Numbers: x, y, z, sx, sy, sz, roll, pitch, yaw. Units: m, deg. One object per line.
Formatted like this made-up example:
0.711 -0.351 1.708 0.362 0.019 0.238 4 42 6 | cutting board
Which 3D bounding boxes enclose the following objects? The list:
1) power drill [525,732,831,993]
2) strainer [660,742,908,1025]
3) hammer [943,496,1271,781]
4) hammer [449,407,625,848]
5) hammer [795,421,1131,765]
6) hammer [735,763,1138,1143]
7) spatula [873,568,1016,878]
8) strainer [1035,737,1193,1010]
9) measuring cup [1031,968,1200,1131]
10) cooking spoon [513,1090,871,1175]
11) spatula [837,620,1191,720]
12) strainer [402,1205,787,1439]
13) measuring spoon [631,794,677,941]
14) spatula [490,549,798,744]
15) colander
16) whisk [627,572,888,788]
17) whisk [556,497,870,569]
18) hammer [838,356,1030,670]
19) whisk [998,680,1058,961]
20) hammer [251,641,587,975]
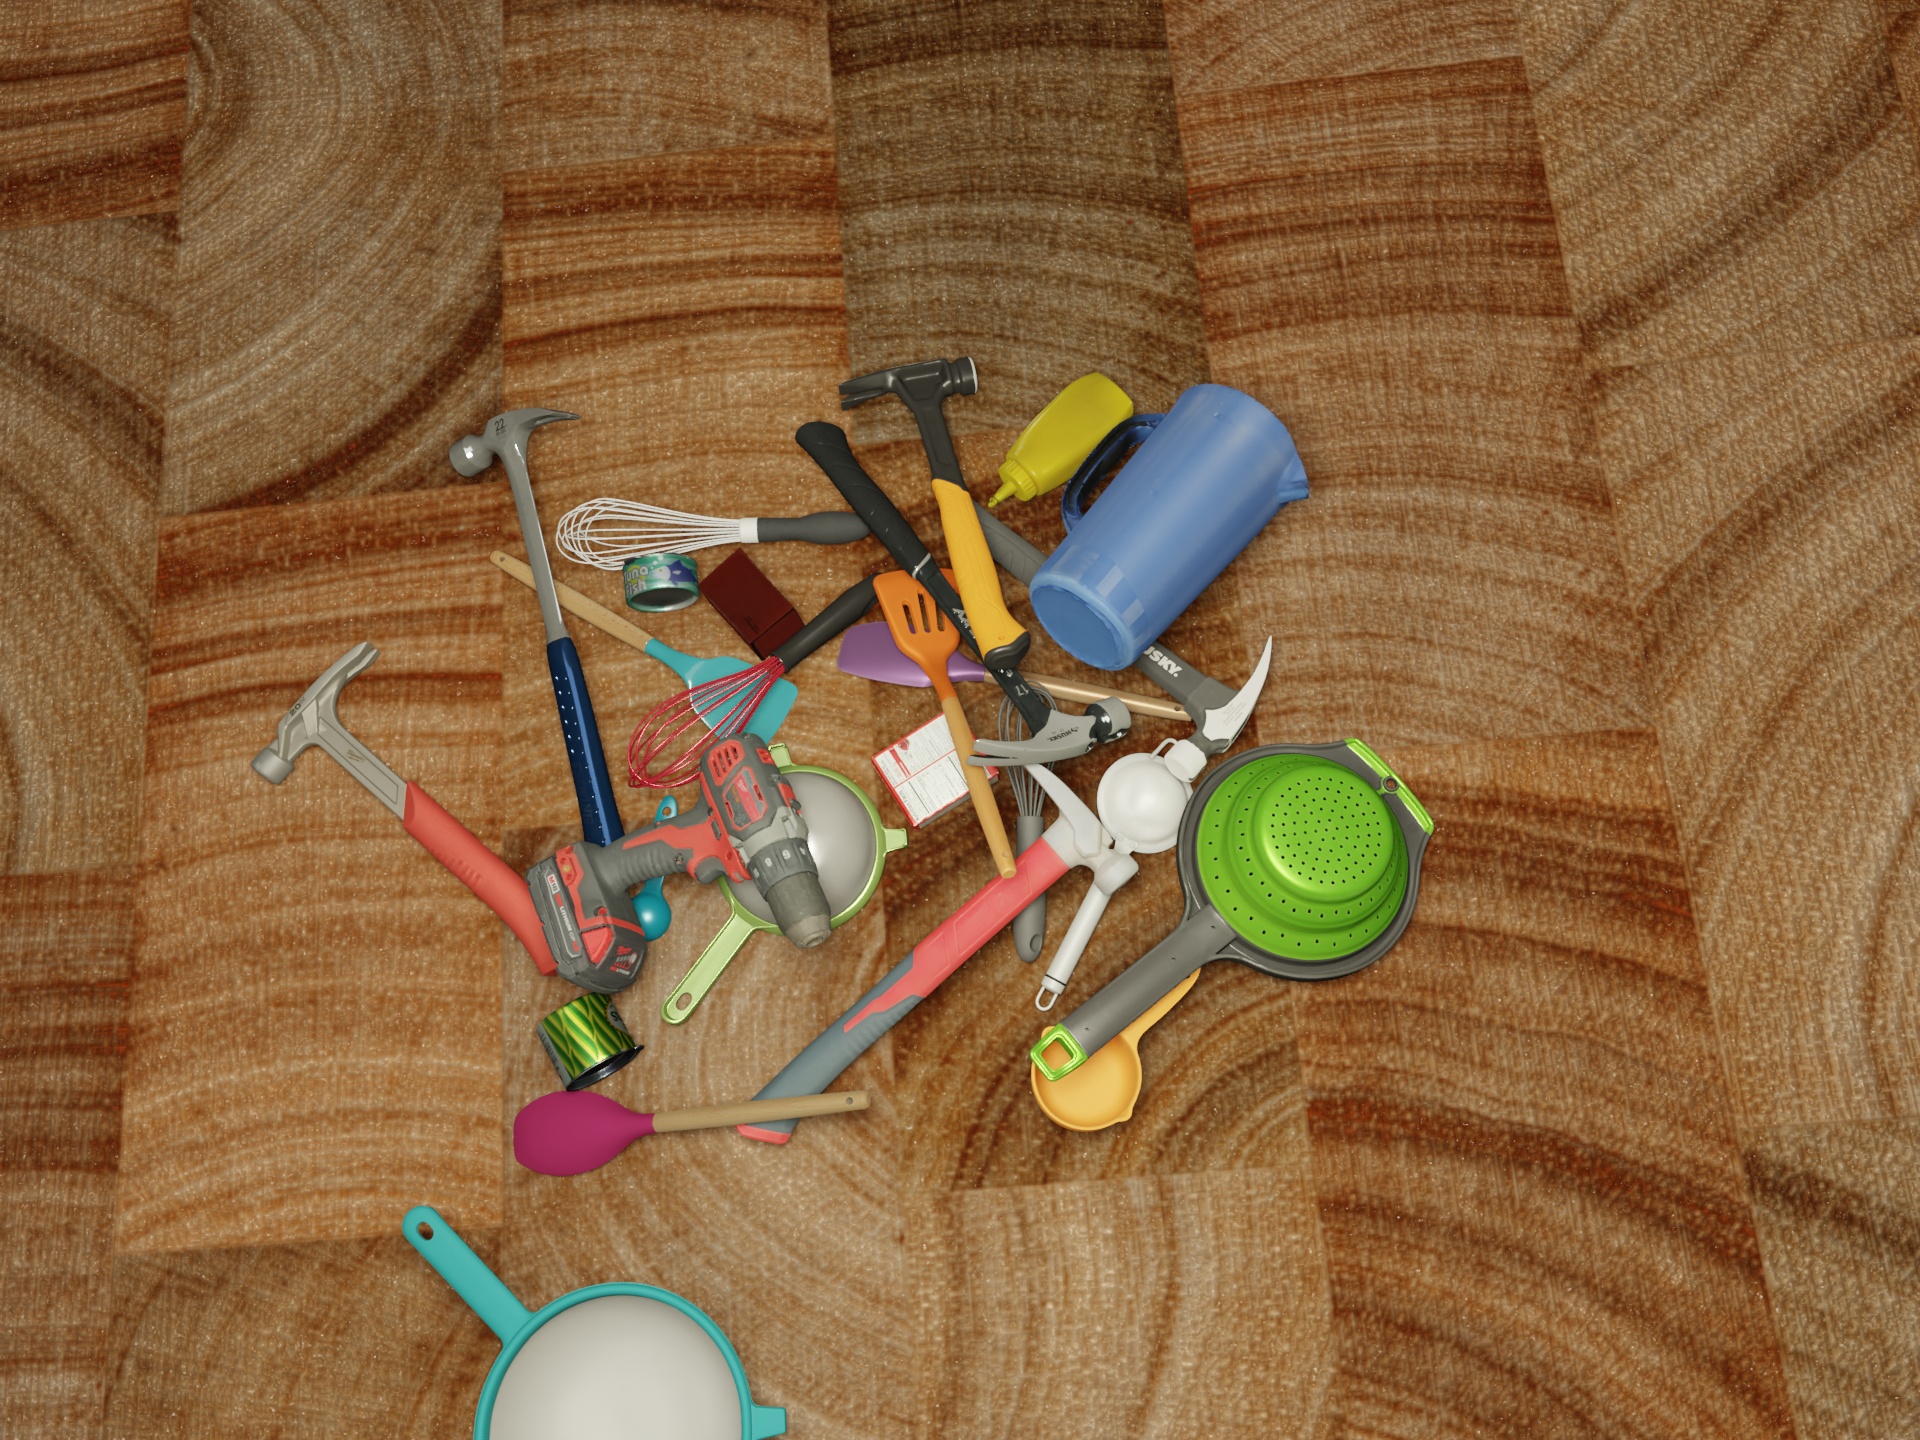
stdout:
-0.220 0.137 1.284 0.226 0.080 0.188 -31 65 7 | power drill
-0.172 0.146 1.335 0.151 0.069 0.256 35 79 12 | strainer
0.117 -0.098 1.388 0.335 0.035 0.146 39 69 17 | hammer
-0.352 -0.081 1.394 0.144 0.035 0.405 -20 81 32 | hammer
-0.028 -0.118 1.373 0.149 0.036 0.409 -19 60 -34 | hammer
-0.044 0.196 1.304 0.386 0.038 0.143 -42 80 0 | hammer
-0.002 -0.004 1.324 0.081 0.041 0.323 -5 48 -16 | spatula
0.128 0.127 1.333 0.087 0.050 0.258 29 82 -3 | strainer
0.130 0.260 1.292 0.173 0.052 0.095 -42 76 -15 | measuring cup
-0.223 0.323 1.289 0.319 0.017 0.069 -10 74 15 | cooking spoon
0.048 -0.038 1.394 0.316 0.018 0.060 12 69 8 | spatula
-0.304 0.503 1.239 0.340 0.095 0.211 40 79 15 | strainer
-0.264 0.126 1.372 0.042 0.021 0.129 7 77 6 | measuring spoon
-0.297 -0.074 1.431 0.317 0.044 0.082 30 80 16 | spatula
0.218 0.148 1.259 0.397 0.094 0.205 -36 75 -15 | colander
-0.172 -0.038 1.377 0.296 0.073 0.073 -40 75 -19 | whisk
-0.222 -0.170 1.435 0.284 0.070 0.070 -1 75 0 | whisk
-0.011 -0.182 1.376 0.127 0.034 0.337 -12 58 -7 | hammer
0.057 0.084 1.346 0.055 0.055 0.239 0 79 5 | whisk
-0.451 0.089 1.391 0.359 0.036 0.149 38 81 13 | hammer
